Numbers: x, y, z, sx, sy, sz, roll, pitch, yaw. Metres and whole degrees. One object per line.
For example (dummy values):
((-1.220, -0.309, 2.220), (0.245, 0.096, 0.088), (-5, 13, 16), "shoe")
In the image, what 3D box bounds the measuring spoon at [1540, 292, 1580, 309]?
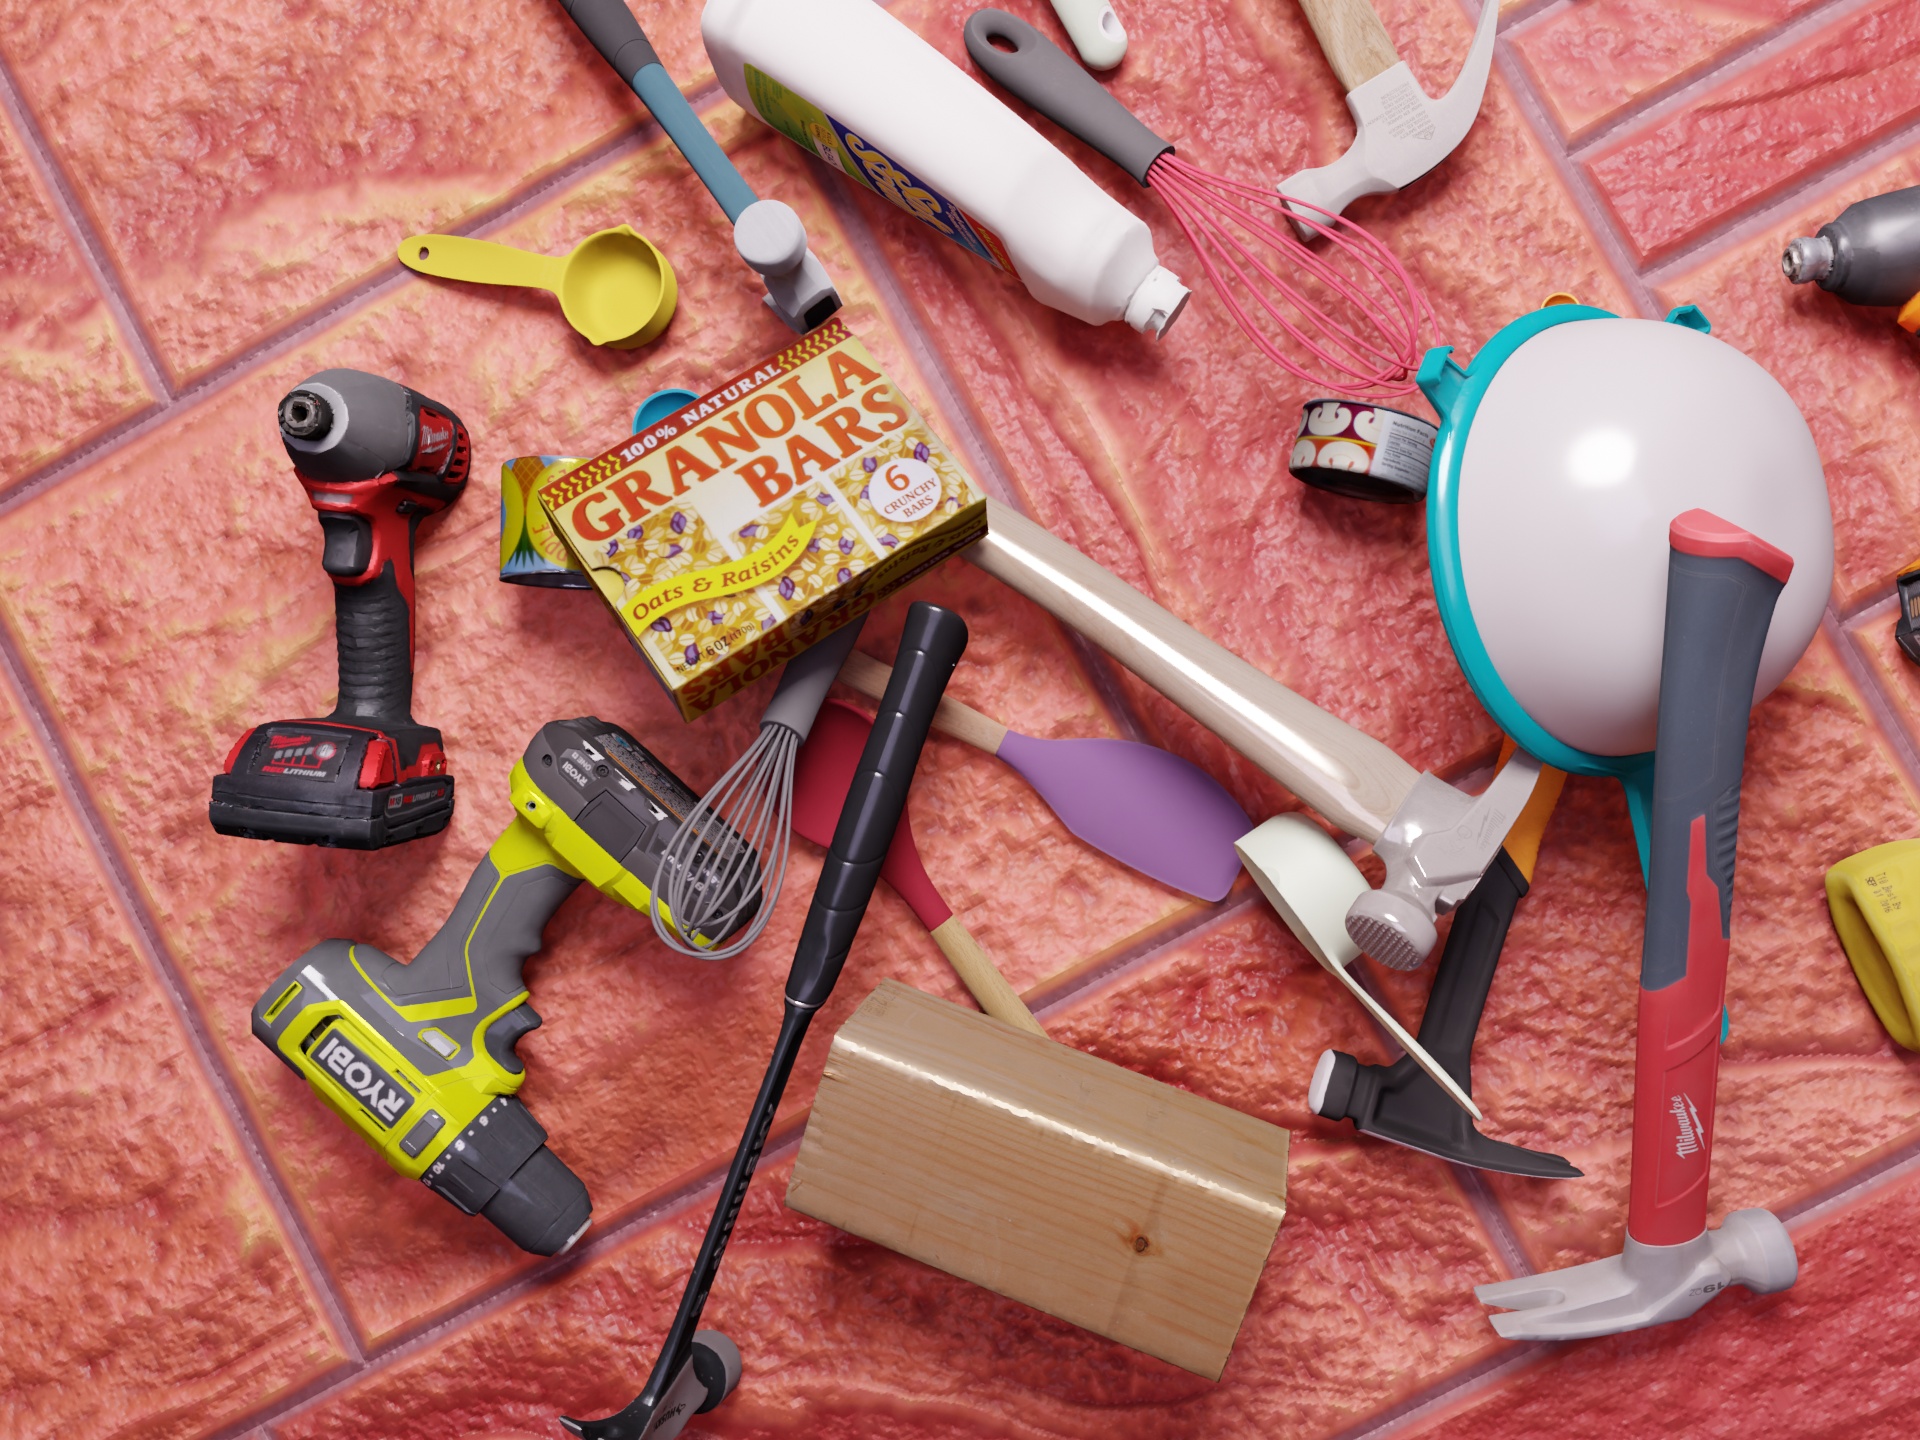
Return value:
((0.283, -0.149, 0.776), (0.021, 0.011, 0.117), (9, 93, 5), "measuring spoon")

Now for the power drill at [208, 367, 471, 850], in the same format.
((-0.288, -0.054, 0.753), (0.078, 0.143, 0.219), (6, 91, 2), "power drill")

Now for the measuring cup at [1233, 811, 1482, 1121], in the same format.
((0.188, 0.106, 0.719), (0.038, 0.083, 0.168), (-38, 55, -1), "measuring cup")

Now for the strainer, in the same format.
((0.319, -0.020, 0.682), (0.211, 0.095, 0.340), (-16, 95, -32), "strainer")

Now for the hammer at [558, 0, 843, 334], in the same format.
((-0.157, -0.320, 0.771), (0.033, 0.128, 0.331), (-35, 77, 2), "hammer")

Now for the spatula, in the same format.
((-0.001, -0.003, 0.789), (0.316, 0.018, 0.060), (26, 86, 4), "spatula")

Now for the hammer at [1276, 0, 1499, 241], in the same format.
((0.143, -0.405, 0.746), (0.130, 0.031, 0.331), (-28, 96, 13), "hammer")

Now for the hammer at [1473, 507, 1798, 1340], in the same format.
((0.288, 0.102, 0.665), (0.143, 0.038, 0.386), (-10, 115, -3), "hammer")

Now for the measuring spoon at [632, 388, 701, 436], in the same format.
((-0.131, -0.103, 0.797), (0.042, 0.021, 0.129), (-16, 83, -4), "measuring spoon")

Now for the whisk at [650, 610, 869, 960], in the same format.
((-0.080, 0.005, 0.738), (0.055, 0.055, 0.239), (18, 60, 5), "whisk")

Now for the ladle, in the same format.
((0.007, 0.120, 0.782), (0.069, 0.031, 0.315), (-37, 88, 8), "ladle")

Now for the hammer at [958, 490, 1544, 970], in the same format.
((0.072, -0.058, 0.747), (0.411, 0.038, 0.146), (35, 66, 15), "hammer")

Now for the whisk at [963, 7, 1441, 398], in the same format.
((0.108, -0.252, 0.758), (0.296, 0.073, 0.073), (44, 92, 15), "whisk")

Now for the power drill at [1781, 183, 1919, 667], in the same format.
((0.473, -0.141, 0.726), (0.164, 0.084, 0.226), (-5, 84, 5), "power drill")

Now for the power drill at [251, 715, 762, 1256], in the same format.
((-0.204, 0.131, 0.775), (0.190, 0.080, 0.228), (42, 94, 1), "power drill")

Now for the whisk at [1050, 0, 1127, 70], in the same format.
((0.011, -0.424, 0.761), (0.058, 0.059, 0.246), (-43, 107, -35), "whisk")

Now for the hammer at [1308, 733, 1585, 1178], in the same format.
((0.274, 0.046, 0.758), (0.127, 0.034, 0.337), (17, 90, 6), "hammer")

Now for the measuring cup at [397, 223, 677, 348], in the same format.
((-0.216, -0.226, 0.814), (0.156, 0.029, 0.062), (14, 90, 17), "measuring cup")

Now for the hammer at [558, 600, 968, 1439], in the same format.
((-0.079, 0.140, 0.728), (0.036, 0.149, 0.409), (20, 90, 14), "hammer")
